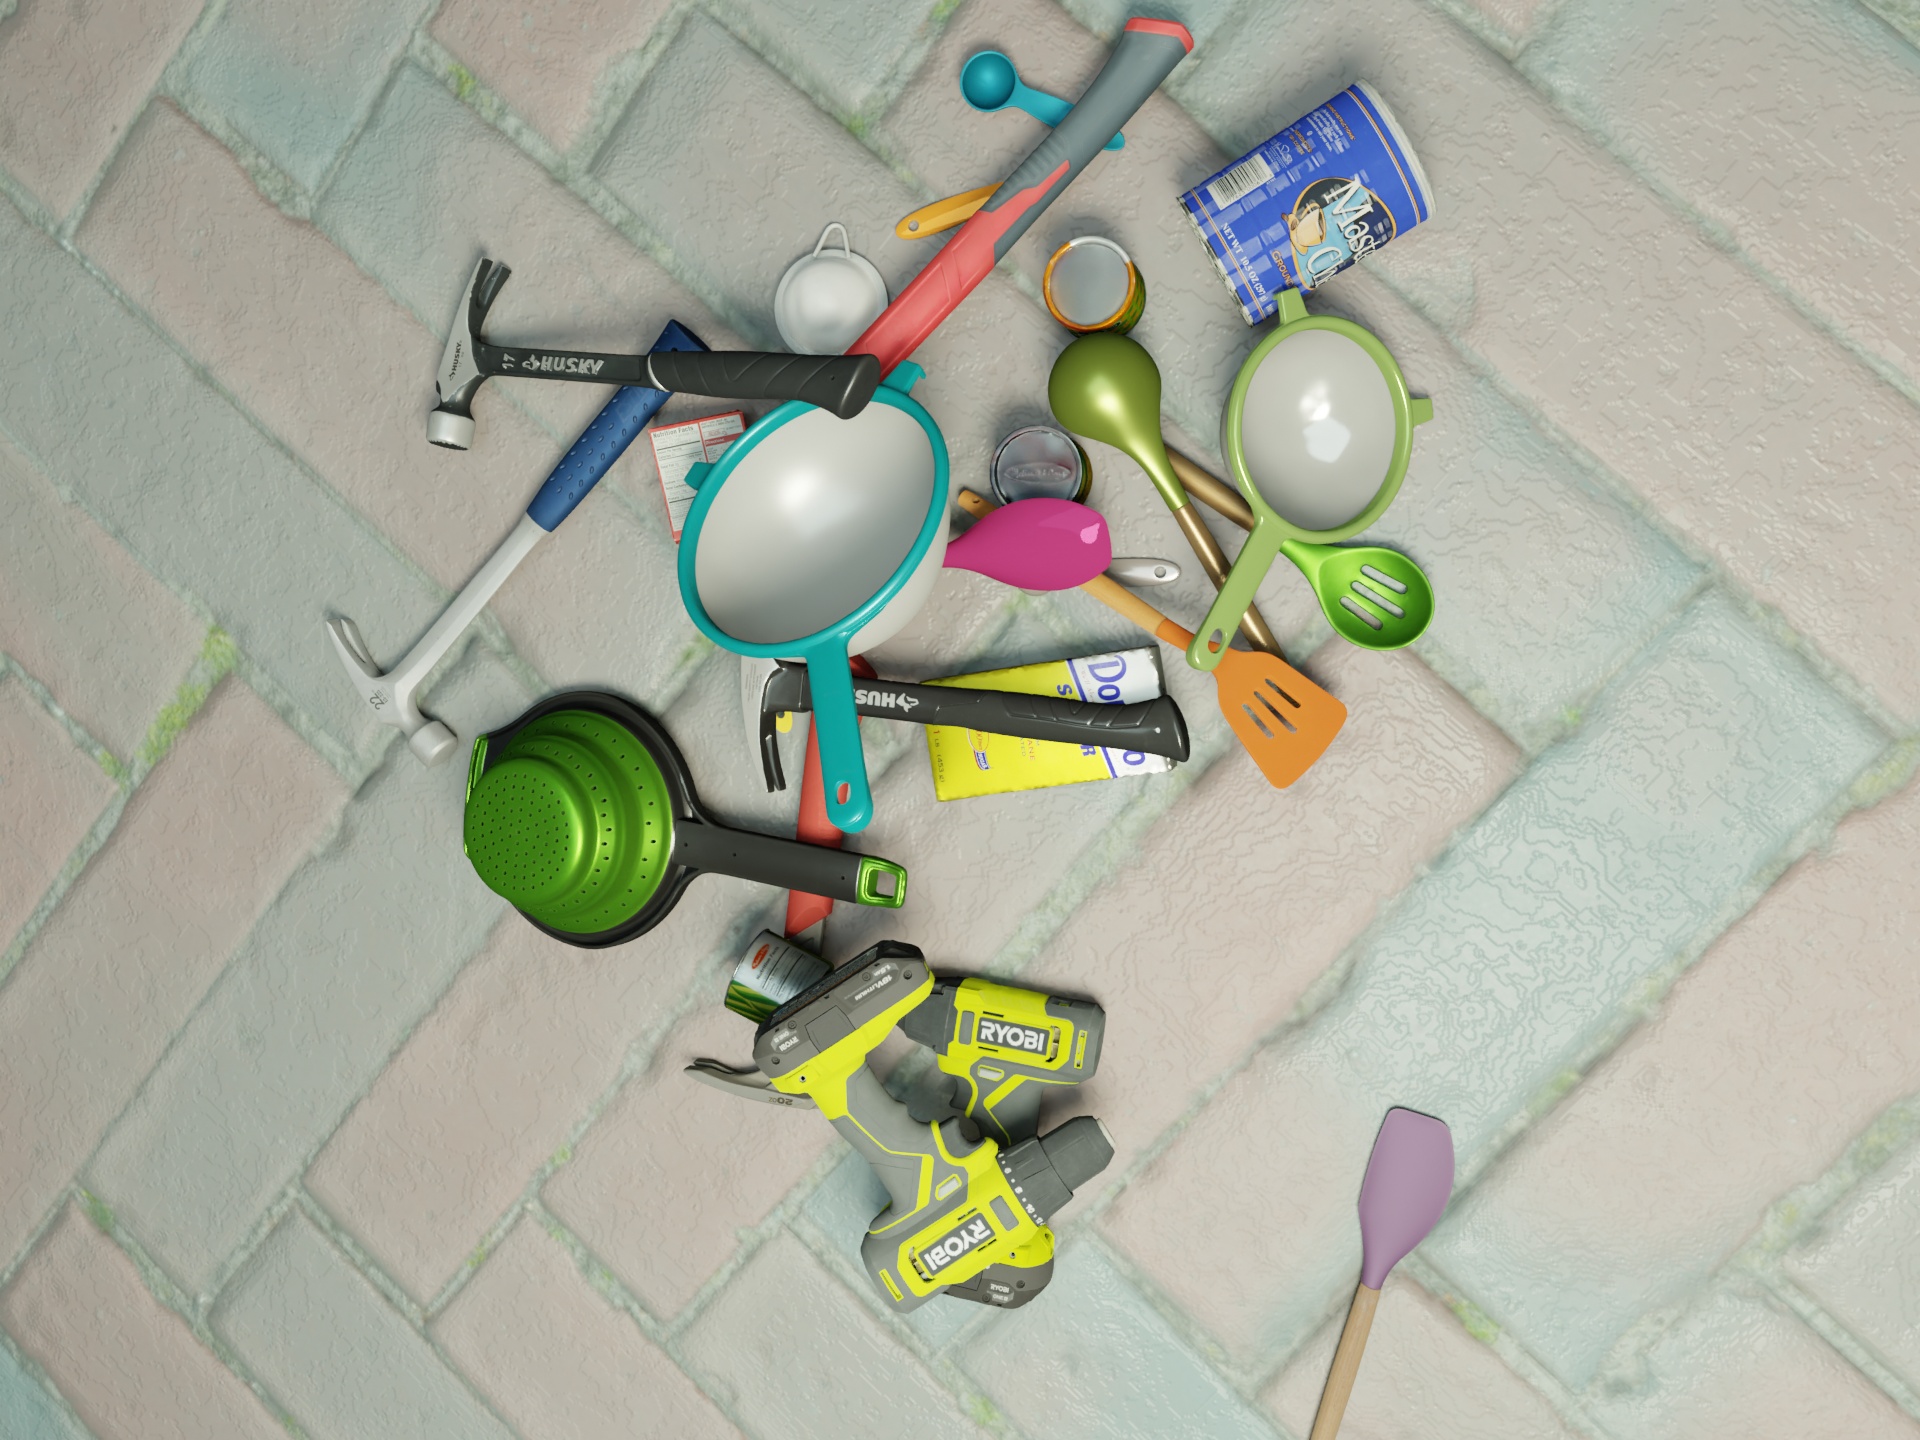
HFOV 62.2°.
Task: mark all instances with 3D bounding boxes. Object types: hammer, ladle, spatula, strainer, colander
[{"bbox_3d":[-0.232,-0.259,1.158,0.409,0.036,0.149,10,89,30],"label":"hammer"},{"bbox_3d":[0.165,-0.129,1.116,0.078,0.062,0.320,-33,101,1],"label":"ladle"},{"bbox_3d":[0.123,-0.073,1.125,0.323,0.041,0.081,36,70,22],"label":"spatula"},{"bbox_3d":[-0.002,-0.004,1.137,0.335,0.035,0.146,7,94,17],"label":"hammer"},{"bbox_3d":[-0.122,0.120,1.224,0.149,0.036,0.359,9,97,13],"label":"hammer"},{"bbox_3d":[0.205,-0.150,1.079,0.151,0.069,0.256,30,84,-25],"label":"strainer"},{"bbox_3d":[0.294,0.435,1.158,0.060,0.018,0.316,17,98,11],"label":"spatula"},{"bbox_3d":[-0.235,0.093,1.192,0.397,0.094,0.204,9,96,21],"label":"colander"},{"bbox_3d":[0.029,-0.332,1.132,0.143,0.038,0.386,43,98,-14],"label":"hammer"},{"bbox_3d":[-0.100,-0.242,1.188,0.087,0.050,0.258,3,99,9],"label":"strainer"},{"bbox_3d":[-0.074,-0.066,1.061,0.211,0.095,0.341,-22,57,19],"label":"strainer"},{"bbox_3d":[-0.344,-0.153,1.255,0.144,0.035,0.405,45,103,6],"label":"hammer"}]

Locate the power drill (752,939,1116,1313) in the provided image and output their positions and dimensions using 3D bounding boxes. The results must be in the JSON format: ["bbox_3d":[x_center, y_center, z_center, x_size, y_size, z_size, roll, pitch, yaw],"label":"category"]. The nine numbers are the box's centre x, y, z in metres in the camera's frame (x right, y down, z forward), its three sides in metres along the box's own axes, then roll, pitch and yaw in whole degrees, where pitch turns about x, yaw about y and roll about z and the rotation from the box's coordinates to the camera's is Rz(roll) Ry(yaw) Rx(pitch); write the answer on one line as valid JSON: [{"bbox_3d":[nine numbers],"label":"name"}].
[{"bbox_3d":[-0.020,0.271,1.109,0.190,0.080,0.228,-33,93,-1],"label":"power drill"}]

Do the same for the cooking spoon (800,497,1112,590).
[{"bbox_3d":[-0.047,-0.115,1.151,0.319,0.017,0.068,-4,113,20],"label":"cooking spoon"}]

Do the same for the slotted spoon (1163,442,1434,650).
[{"bbox_3d":[0.197,-0.152,1.129,0.314,0.031,0.070,36,102,10],"label":"slotted spoon"}]

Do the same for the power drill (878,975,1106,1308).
[{"bbox_3d":[0.008,0.307,1.190,0.171,0.080,0.223,9,93,12],"label":"power drill"}]

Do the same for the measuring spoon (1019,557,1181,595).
[{"bbox_3d":[0.098,-0.108,1.160,0.124,0.018,0.034,1,95,13],"label":"measuring spoon"}]

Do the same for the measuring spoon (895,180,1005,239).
[{"bbox_3d":[0.005,-0.378,1.163,0.117,0.011,0.021,-17,90,14],"label":"measuring spoon"}]

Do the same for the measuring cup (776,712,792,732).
[{"bbox_3d":[-0.156,-0.066,1.222,0.062,0.029,0.156,-18,93,15],"label":"measuring cup"}]

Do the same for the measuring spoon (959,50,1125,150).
[{"bbox_3d":[0.060,-0.440,1.146,0.128,0.021,0.042,26,101,1],"label":"measuring spoon"}]
